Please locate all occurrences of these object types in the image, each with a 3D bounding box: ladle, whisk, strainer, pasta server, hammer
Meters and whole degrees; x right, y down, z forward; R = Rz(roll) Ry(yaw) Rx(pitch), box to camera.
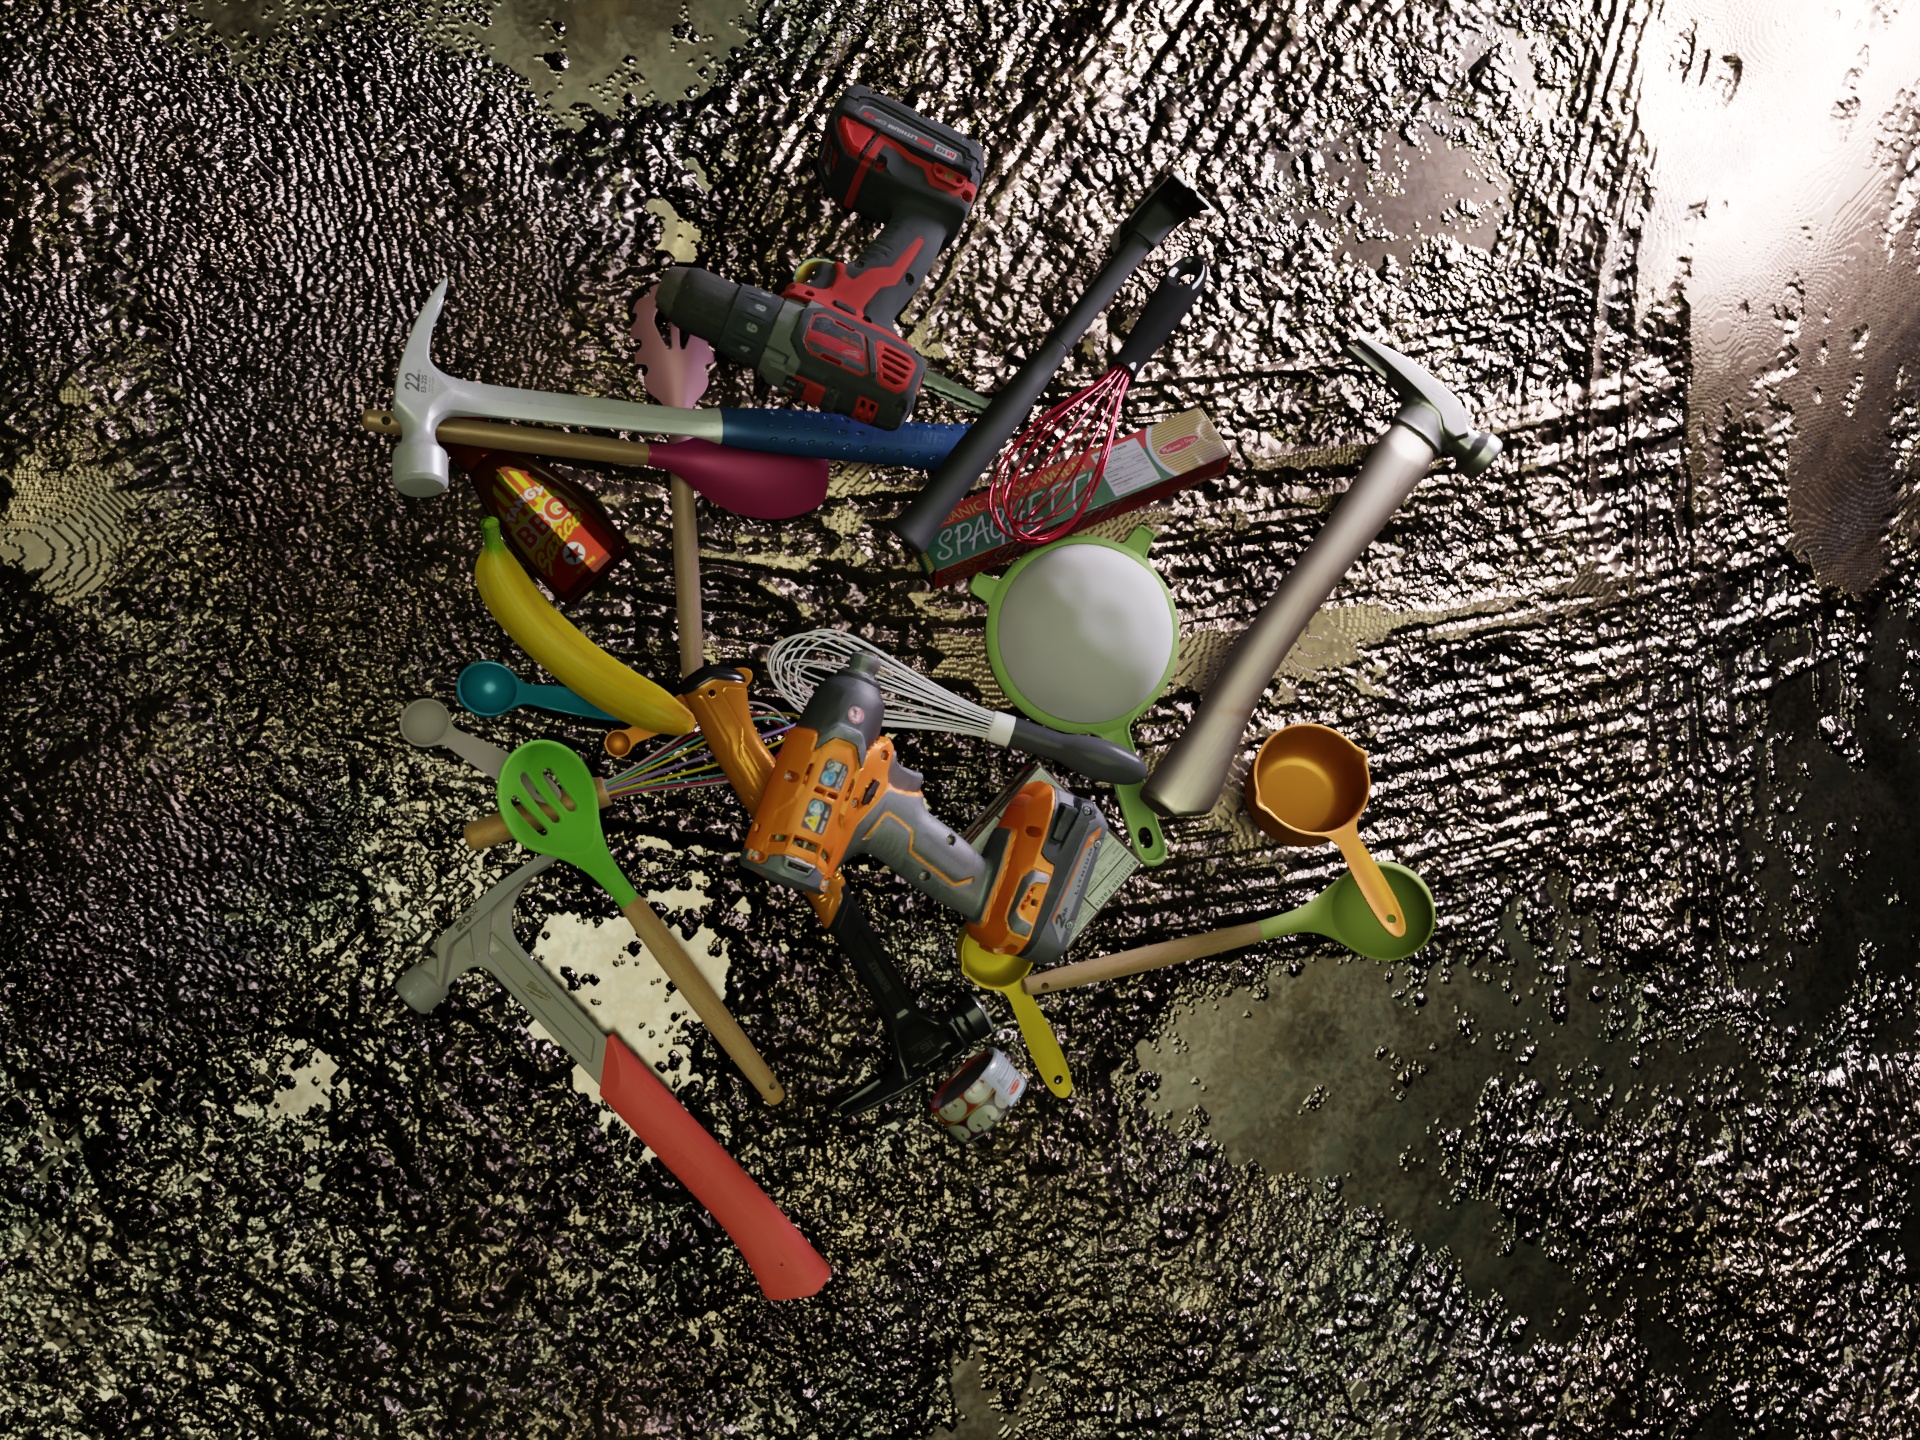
[{"bbox_3d":[0.201,0.166,1.175,0.320,0.062,0.078,-11,103,-14],"label":"ladle"},{"bbox_3d":[-0.227,0.041,1.118,0.245,0.051,0.047,-20,56,-7],"label":"whisk"},{"bbox_3d":[0.108,-0.242,1.166,0.073,0.073,0.296,37,66,-8],"label":"whisk"},{"bbox_3d":[0.113,-0.016,1.169,0.151,0.069,0.256,-17,89,-12],"label":"strainer"},{"bbox_3d":[-0.199,-0.158,1.138,0.060,0.040,0.316,-3,92,-12],"label":"pasta server"},{"bbox_3d":[-0.176,-0.210,1.094,0.405,0.035,0.144,2,73,-24],"label":"hammer"},{"bbox_3d":[-0.105,0.114,1.104,0.127,0.034,0.336,-31,105,-11],"label":"hammer"},{"bbox_3d":[0.059,-0.252,1.124,0.035,0.146,0.335,39,79,-10],"label":"hammer"},{"bbox_3d":[-0.215,0.259,1.108,0.149,0.037,0.359,-43,95,-10],"label":"hammer"},{"bbox_3d":[-0.002,-0.004,1.136,0.284,0.070,0.070,17,84,-3],"label":"whisk"},{"bbox_3d":[0.252,-0.103,1.198,0.146,0.038,0.411,38,75,-6],"label":"hammer"}]

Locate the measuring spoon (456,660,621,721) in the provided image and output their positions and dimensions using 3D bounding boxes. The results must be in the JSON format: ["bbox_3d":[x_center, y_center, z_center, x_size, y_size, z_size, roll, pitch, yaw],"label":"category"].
[{"bbox_3d":[-0.289,-0.012,1.118,0.128,0.021,0.042,10,61,-19],"label":"measuring spoon"}]

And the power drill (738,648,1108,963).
[{"bbox_3d":[-0.019,0.060,1.076,0.226,0.084,0.164,23,82,-20],"label":"power drill"}]

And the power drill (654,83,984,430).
[{"bbox_3d":[-0.093,-0.327,1.111,0.188,0.080,0.227,22,69,-10],"label":"power drill"}]

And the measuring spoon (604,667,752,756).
[{"bbox_3d":[-0.199,-0.007,1.125,0.117,0.011,0.021,-28,93,1],"label":"measuring spoon"}]

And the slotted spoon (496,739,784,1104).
[{"bbox_3d":[-0.215,0.146,1.095,0.070,0.031,0.313,-44,108,-32],"label":"slotted spoon"}]

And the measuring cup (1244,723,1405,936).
[{"bbox_3d":[0.276,0.088,1.185,0.095,0.052,0.174,-24,75,-12],"label":"measuring cup"}]

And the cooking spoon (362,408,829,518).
[{"bbox_3d":[-0.240,-0.185,1.089,0.318,0.017,0.069,3,90,-24],"label":"cooking spoon"}]

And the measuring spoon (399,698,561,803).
[{"bbox_3d":[-0.329,0.025,1.096,0.124,0.018,0.034,30,76,2],"label":"measuring spoon"}]

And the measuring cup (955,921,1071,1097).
[{"bbox_3d":[0.044,0.209,1.173,0.062,0.029,0.156,-28,105,-13],"label":"measuring cup"}]
